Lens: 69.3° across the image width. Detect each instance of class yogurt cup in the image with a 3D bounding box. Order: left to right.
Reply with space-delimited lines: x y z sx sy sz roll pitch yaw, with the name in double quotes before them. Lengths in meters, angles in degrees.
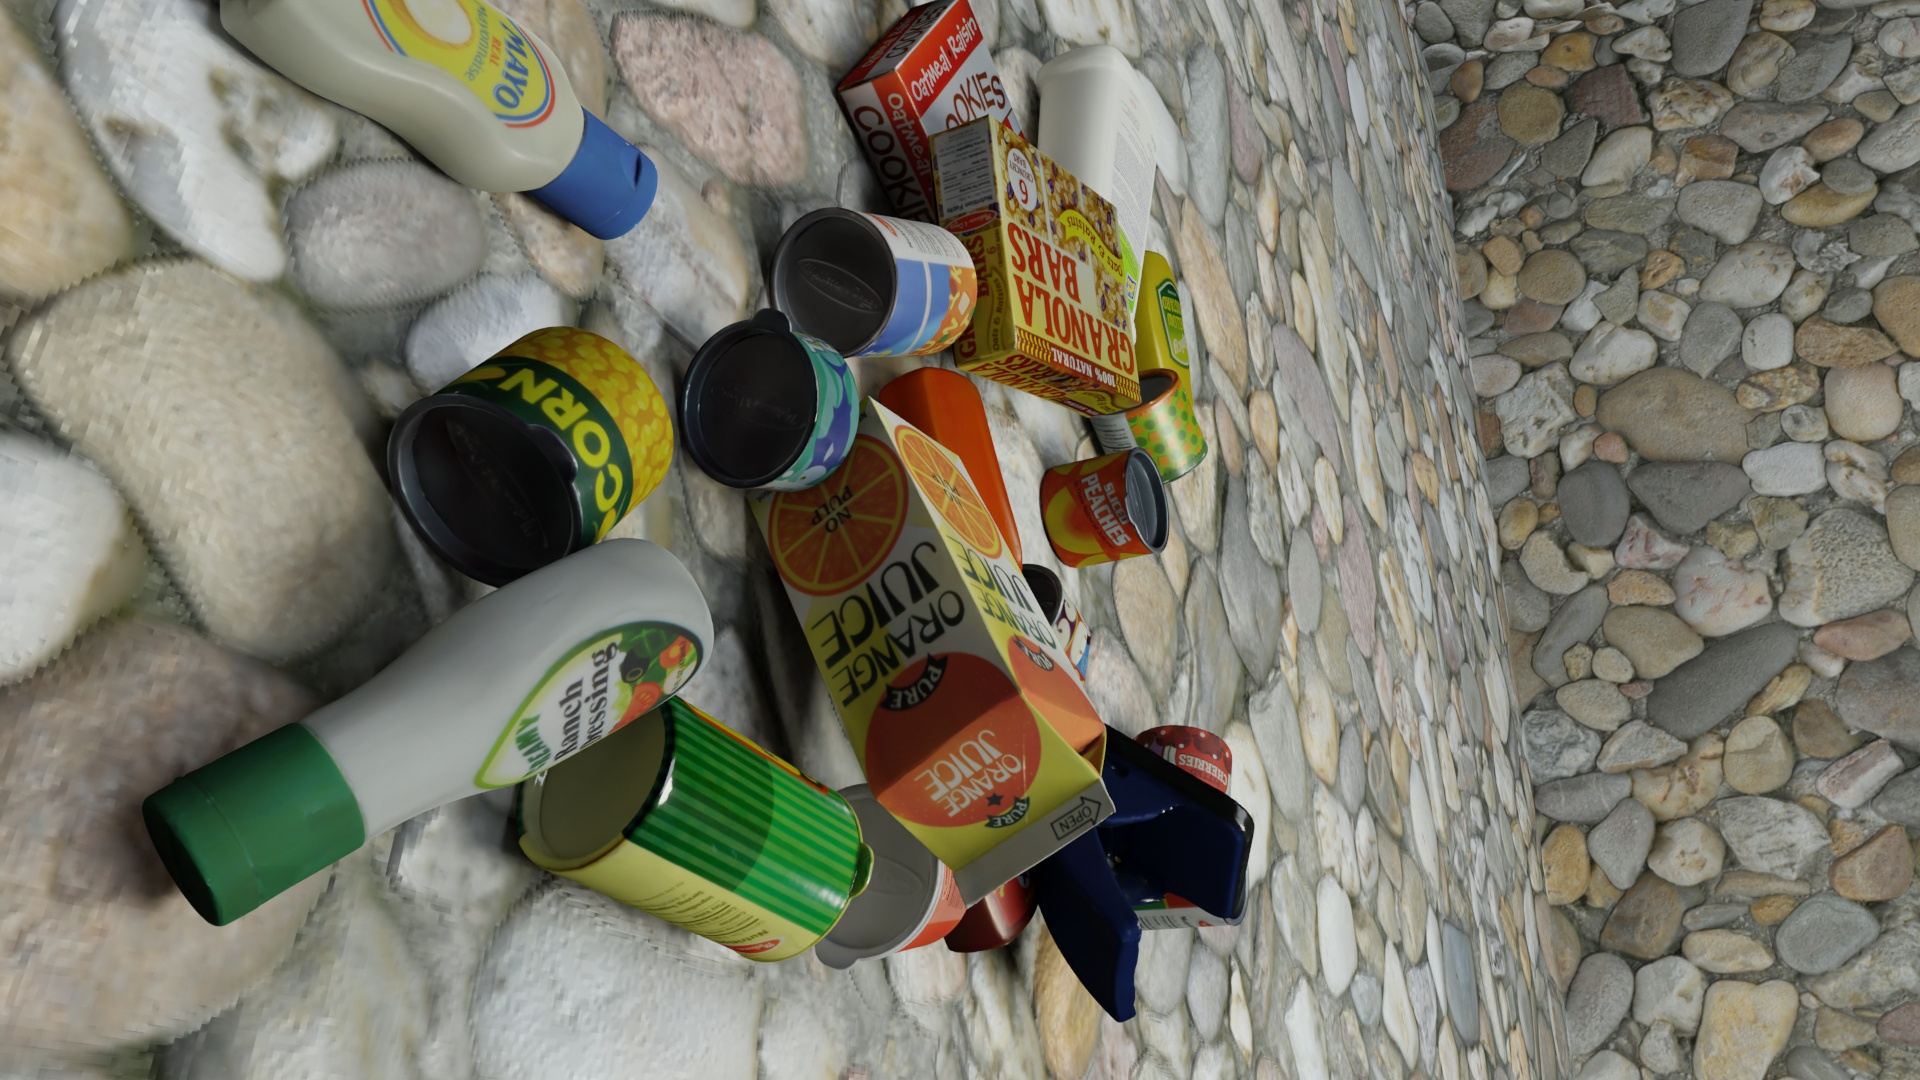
"yogurt cup" -0.029 0.136 0.564 0.054 0.072 0.072 39 46 -61

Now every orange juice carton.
"orange juice carton" -0.009 0.043 0.550 0.073 0.071 0.193 31 27 -54

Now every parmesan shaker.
"parmesan shaker" -0.086 0.094 0.465 0.103 0.071 0.071 45 42 -46

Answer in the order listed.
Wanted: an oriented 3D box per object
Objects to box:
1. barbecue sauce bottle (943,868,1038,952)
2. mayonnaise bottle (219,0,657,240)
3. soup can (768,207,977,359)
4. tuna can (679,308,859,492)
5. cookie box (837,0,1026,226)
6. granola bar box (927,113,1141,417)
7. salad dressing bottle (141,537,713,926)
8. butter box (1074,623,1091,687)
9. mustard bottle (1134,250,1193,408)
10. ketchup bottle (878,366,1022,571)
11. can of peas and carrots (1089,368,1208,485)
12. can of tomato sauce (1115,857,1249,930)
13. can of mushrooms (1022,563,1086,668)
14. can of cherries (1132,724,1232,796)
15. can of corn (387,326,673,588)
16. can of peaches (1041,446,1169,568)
"barbecue sauce bottle" -0.006 0.109 0.637 0.065 0.043 0.148 -40 114 -69
"mayonnaise bottle" -0.162 -0.150 0.456 0.148 0.041 0.065 32 51 -53
"soup can" -0.040 -0.116 0.647 0.084 0.071 0.071 -15 93 -63
"tuna can" -0.075 -0.055 0.551 0.033 0.071 0.071 6 74 -63
"cookie box" 0.001 -0.206 0.785 0.166 0.040 0.123 62 32 -29
"granola bar box" 0.044 -0.141 0.752 0.165 0.039 0.124 9 72 -61
"salad dressing bottle" -0.137 0.048 0.377 0.044 0.064 0.148 41 47 20
"butter box" 0.046 0.078 0.768 0.053 0.024 0.104 53 36 -38
"mustard bottle" 0.138 -0.125 0.993 0.065 0.048 0.160 -2 81 -60
"ketchup bottle" 0.002 -0.008 0.670 0.064 0.043 0.149 23 47 -57
"can of peas and carrots" 0.127 -0.076 0.932 0.058 0.071 0.071 63 31 -24
"can of tomato sauce" 0.112 0.184 0.783 0.071 0.083 0.071 33 51 -53
"can of mushrooms" 0.028 0.048 0.700 0.033 0.071 0.071 57 34 -37
"can of cherries" 0.134 0.153 0.850 0.071 0.071 0.059 54 36 -38
"can of corn" -0.130 -0.028 0.434 0.071 0.071 0.058 66 29 -21
"can of peaches" 0.088 -0.019 0.849 0.071 0.058 0.071 31 53 -54
